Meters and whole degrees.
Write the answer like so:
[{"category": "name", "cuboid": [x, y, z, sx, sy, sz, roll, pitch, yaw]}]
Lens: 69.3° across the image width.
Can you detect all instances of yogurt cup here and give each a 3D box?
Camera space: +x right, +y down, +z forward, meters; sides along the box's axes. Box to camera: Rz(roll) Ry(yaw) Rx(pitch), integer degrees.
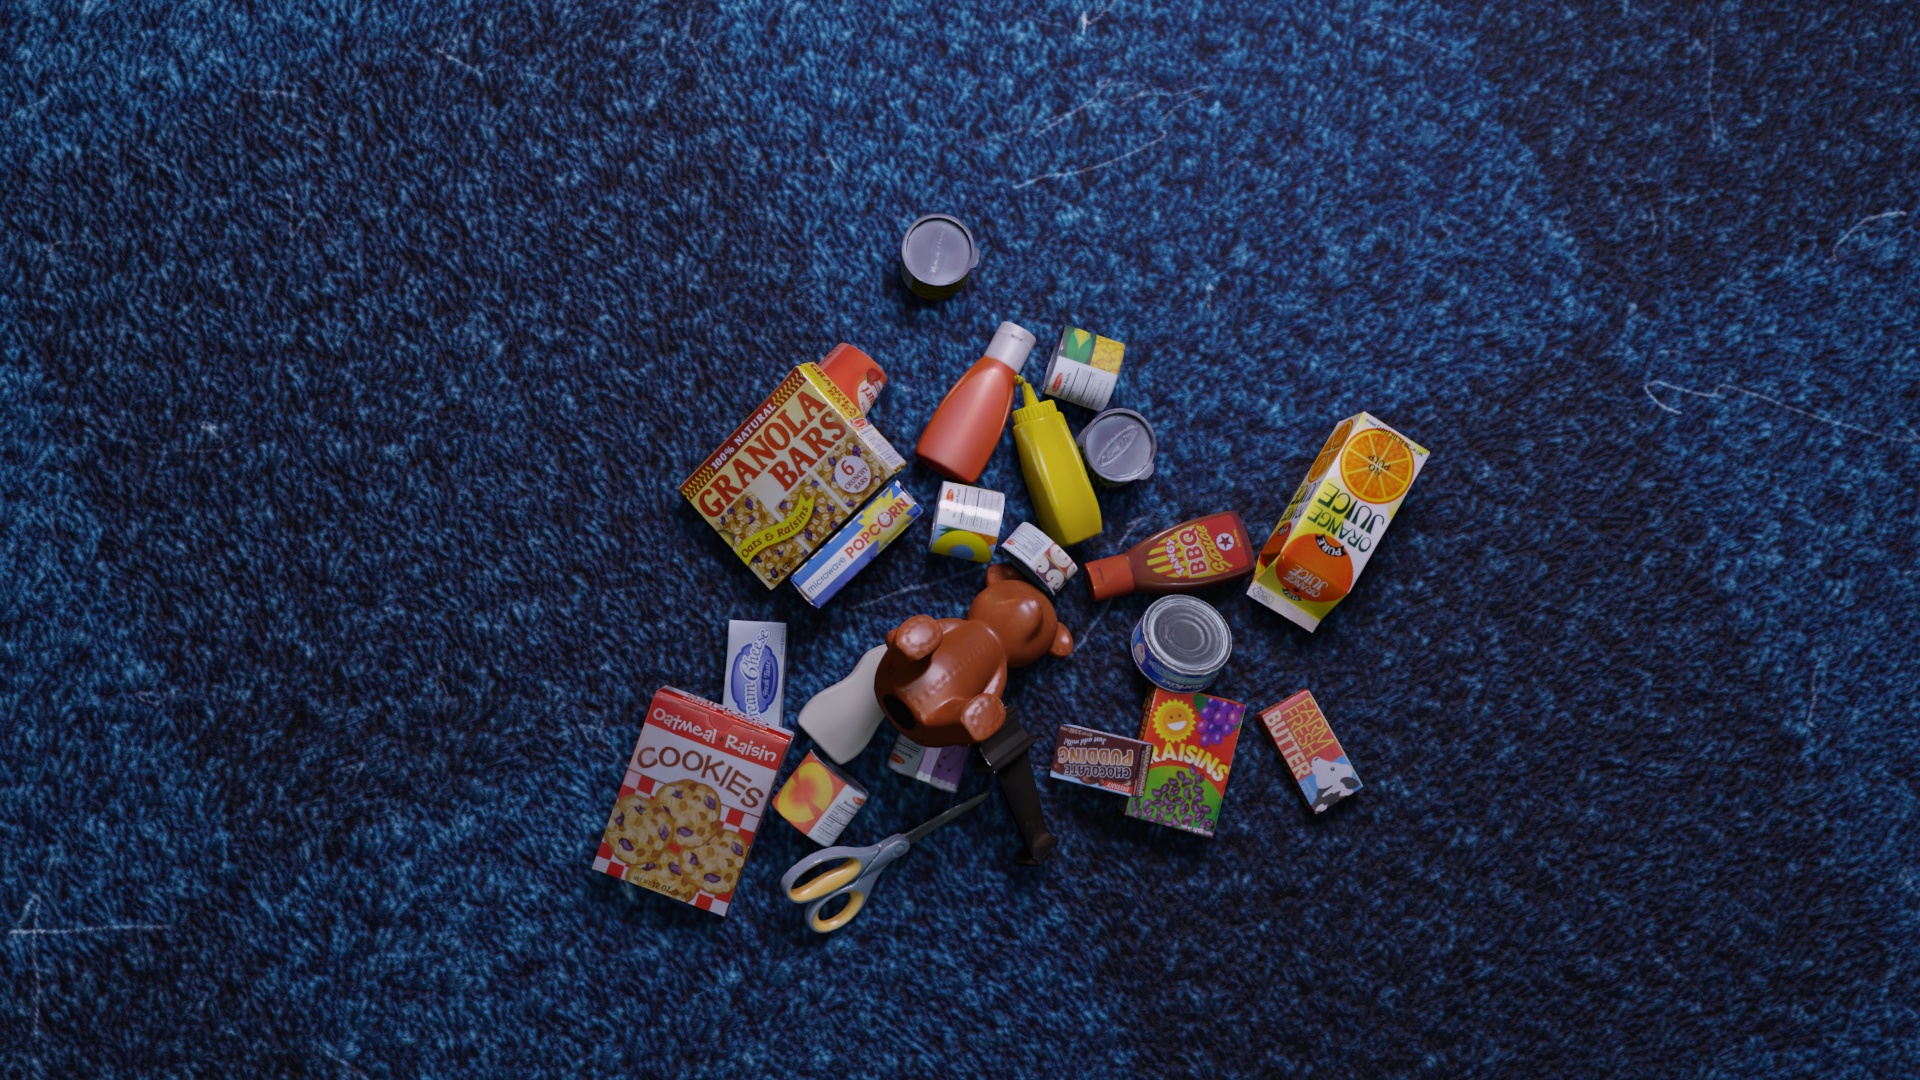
[{"category": "yogurt cup", "cuboid": [-0.103, -0.140, 1.246, 0.072, 0.072, 0.054, 37, 76, 0]}]

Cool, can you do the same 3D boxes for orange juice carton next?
[{"category": "orange juice carton", "cuboid": [0.337, -0.015, 1.260, 0.072, 0.073, 0.193, 32, 85, -1]}]

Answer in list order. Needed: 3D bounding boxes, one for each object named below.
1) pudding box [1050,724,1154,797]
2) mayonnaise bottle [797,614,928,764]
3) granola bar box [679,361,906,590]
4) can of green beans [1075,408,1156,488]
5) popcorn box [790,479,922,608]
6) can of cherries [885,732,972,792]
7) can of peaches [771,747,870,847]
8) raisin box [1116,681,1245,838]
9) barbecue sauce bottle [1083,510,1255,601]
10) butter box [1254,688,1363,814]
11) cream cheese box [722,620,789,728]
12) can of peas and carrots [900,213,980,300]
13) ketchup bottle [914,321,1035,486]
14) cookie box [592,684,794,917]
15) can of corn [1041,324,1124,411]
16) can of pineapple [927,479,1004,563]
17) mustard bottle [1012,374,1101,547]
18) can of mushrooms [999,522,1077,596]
[{"category": "pudding box", "cuboid": [0.125, 0.195, 1.231, 0.084, 0.030, 0.049, 9, 84, 34]}, {"category": "mayonnaise bottle", "cuboid": [-0.073, 0.129, 1.238, 0.148, 0.041, 0.065, -43, 90, -7]}, {"category": "granola bar box", "cuboid": [-0.148, -0.055, 1.213, 0.165, 0.039, 0.124, -43, 89, 21]}, {"category": "can of green beans", "cuboid": [0.140, -0.083, 1.260, 0.071, 0.058, 0.071, 0, 85, -4]}, {"category": "popcorn box", "cuboid": [-0.092, 0.005, 1.223, 0.127, 0.085, 0.038, -43, 91, -6]}, {"category": "can of cherries", "cuboid": [-0.023, 0.184, 1.225, 0.071, 0.071, 0.058, 21, 84, -2]}, {"category": "can of peaches", "cuboid": [-0.124, 0.225, 1.215, 0.071, 0.071, 0.058, 37, 85, 0]}, {"category": "raisin box", "cuboid": [0.199, 0.196, 1.251, 0.086, 0.040, 0.123, 15, 86, -2]}, {"category": "barbecue sauce bottle", "cuboid": [0.188, 0.020, 1.262, 0.149, 0.043, 0.065, -14, 74, -5]}, {"category": "butter box", "cuboid": [0.317, 0.192, 1.267, 0.053, 0.024, 0.103, -29, 88, -6]}, {"category": "cream cheese box", "cuboid": [-0.184, 0.124, 1.238, 0.053, 0.024, 0.104, 3, 85, -2]}, {"category": "can of peas and carrots", "cuboid": [-0.019, -0.256, 1.263, 0.071, 0.058, 0.071, 0, 86, -4]}, {"category": "ketchup bottle", "cuboid": [0.019, -0.127, 1.262, 0.065, 0.043, 0.149, 29, 84, -5]}, {"category": "cookie box", "cuboid": [-0.231, 0.225, 1.205, 0.123, 0.040, 0.167, 21, 95, -2]}, {"category": "can of corn", "cuboid": [0.112, -0.158, 1.261, 0.058, 0.071, 0.071, 18, 85, -3]}, {"category": "can of pineapple", "cuboid": [0.004, -0.016, 1.243, 0.058, 0.071, 0.071, 12, 85, -3]}, {"category": "mustard bottle", "cuboid": [0.081, -0.074, 1.246, 0.049, 0.065, 0.160, -19, 93, -16]}, {"category": "can of mushrooms", "cuboid": [0.071, 0.018, 1.245, 0.071, 0.071, 0.033, 42, 84, 0]}]
